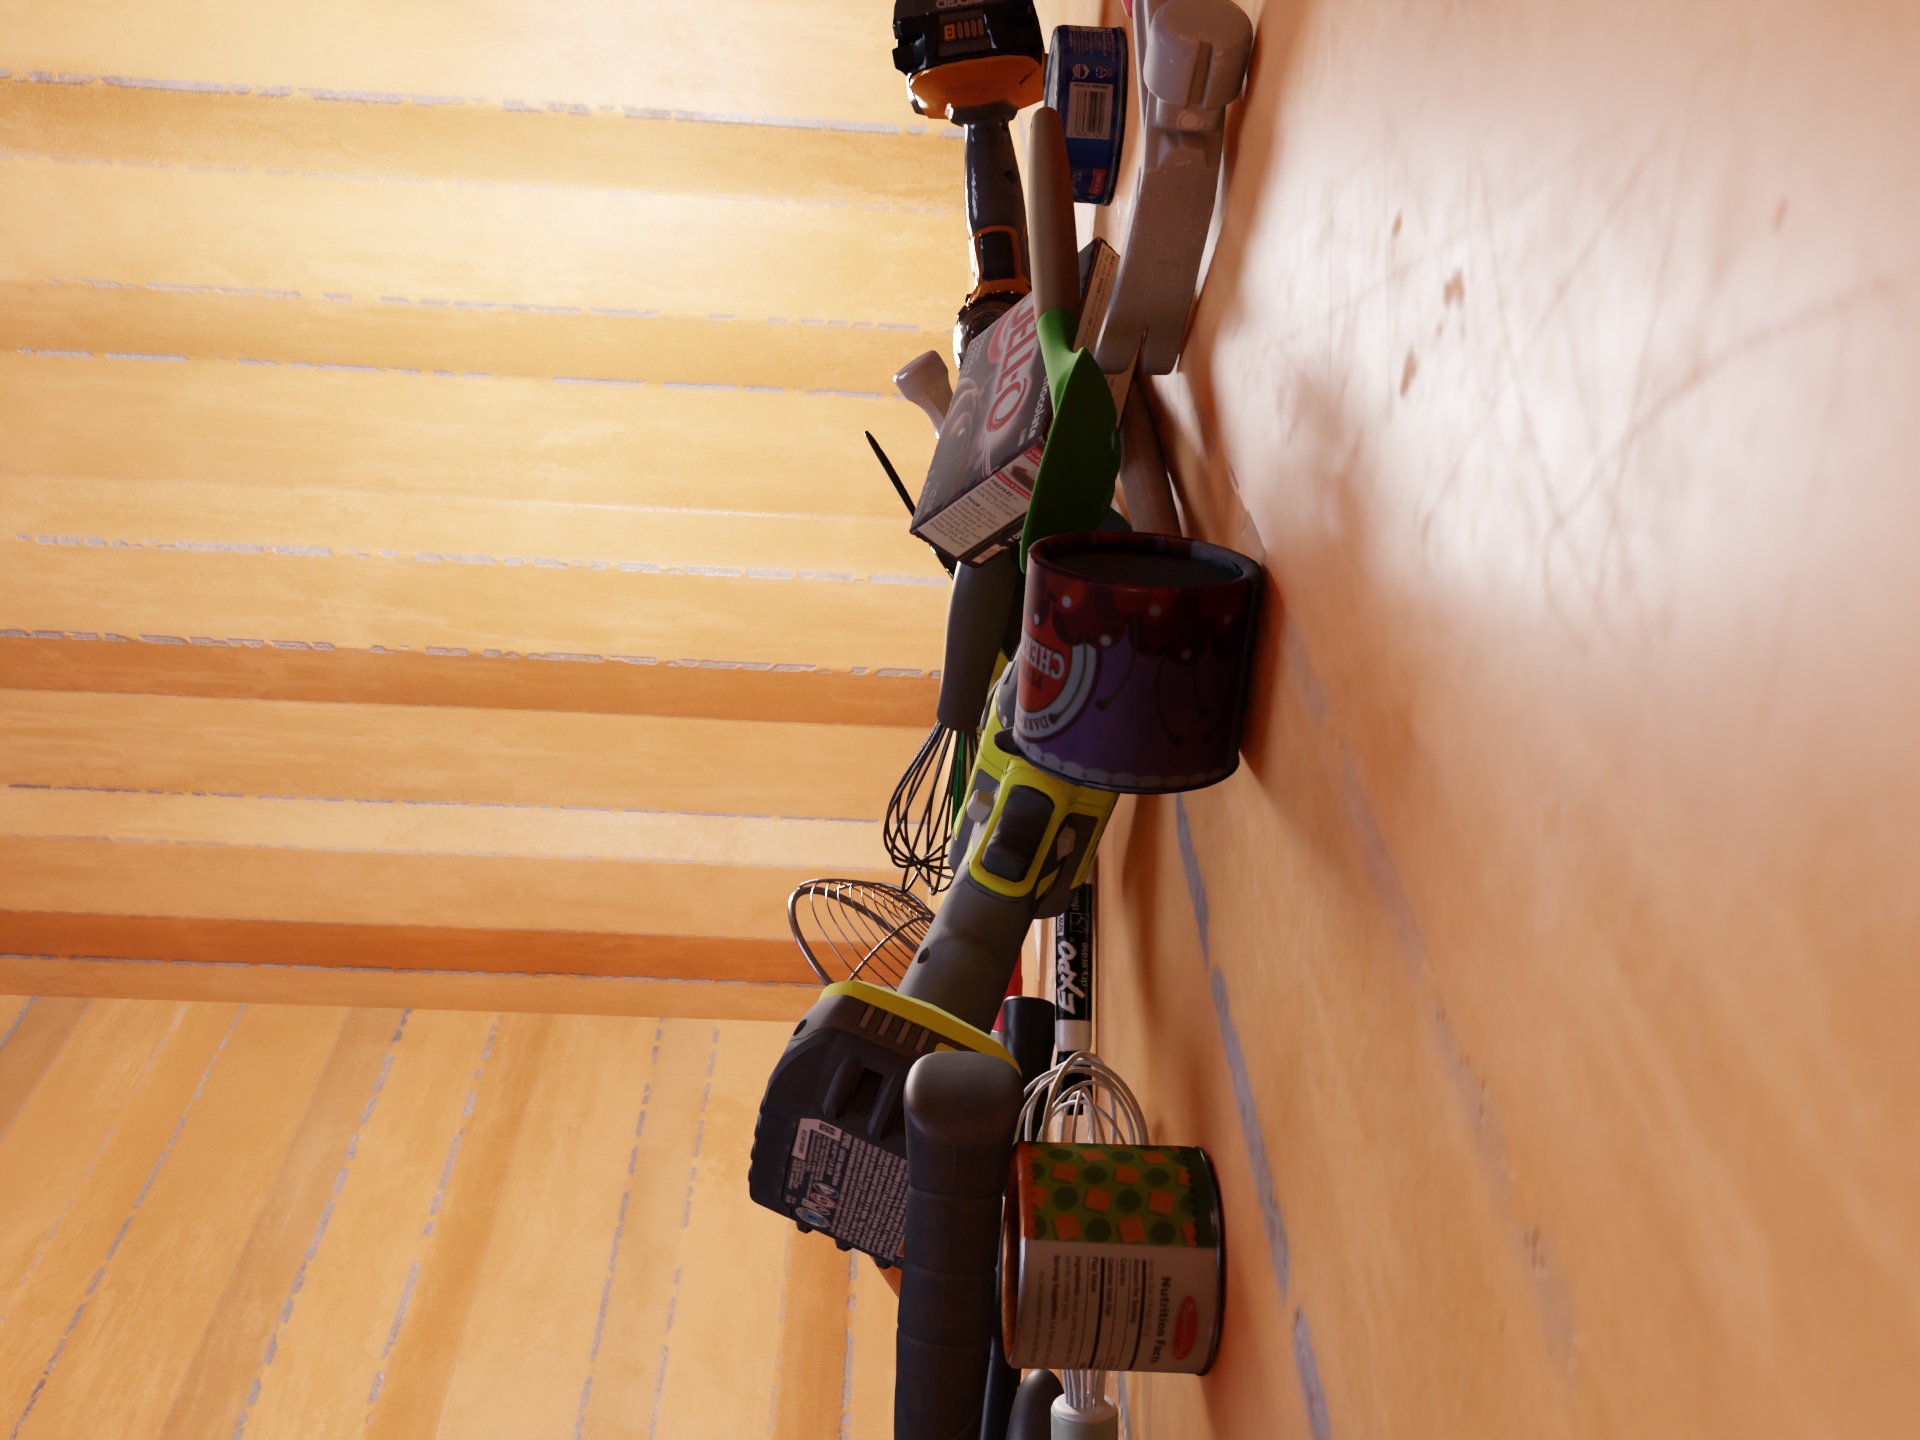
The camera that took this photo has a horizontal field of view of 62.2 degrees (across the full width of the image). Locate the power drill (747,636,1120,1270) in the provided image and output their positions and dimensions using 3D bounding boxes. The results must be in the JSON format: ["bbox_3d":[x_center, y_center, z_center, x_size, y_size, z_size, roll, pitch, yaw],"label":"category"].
[{"bbox_3d":[0.010,0.064,0.574,0.190,0.080,0.229,105,-171,-52],"label":"power drill"}]

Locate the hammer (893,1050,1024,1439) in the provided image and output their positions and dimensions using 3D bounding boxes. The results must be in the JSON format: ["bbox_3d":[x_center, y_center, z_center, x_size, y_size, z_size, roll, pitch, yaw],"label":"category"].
[{"bbox_3d":[-0.013,0.258,0.490,0.149,0.036,0.408,-75,-9,-56],"label":"hammer"}]

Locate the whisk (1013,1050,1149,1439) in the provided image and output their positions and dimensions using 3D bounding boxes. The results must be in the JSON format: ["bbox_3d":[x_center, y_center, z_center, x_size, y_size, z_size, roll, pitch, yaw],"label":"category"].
[{"bbox_3d":[0.046,0.246,0.590,0.059,0.058,0.246,0,-91,-58],"label":"whisk"}]

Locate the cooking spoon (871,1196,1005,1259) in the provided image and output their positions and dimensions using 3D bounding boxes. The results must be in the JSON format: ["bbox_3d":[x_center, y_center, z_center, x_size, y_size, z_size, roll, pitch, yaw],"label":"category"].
[{"bbox_3d":[-0.001,0.246,0.787,0.319,0.017,0.069,142,120,-62],"label":"cooking spoon"}]

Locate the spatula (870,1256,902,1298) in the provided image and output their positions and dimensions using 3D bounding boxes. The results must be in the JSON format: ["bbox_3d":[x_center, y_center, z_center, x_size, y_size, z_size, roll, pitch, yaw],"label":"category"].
[{"bbox_3d":[-0.020,0.305,0.807,0.322,0.041,0.081,74,-156,-55],"label":"spatula"}]

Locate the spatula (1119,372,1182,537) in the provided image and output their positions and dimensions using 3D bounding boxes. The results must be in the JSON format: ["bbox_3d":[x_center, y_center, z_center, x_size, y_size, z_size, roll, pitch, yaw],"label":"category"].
[{"bbox_3d":[0.069,-0.122,0.649,0.316,0.018,0.059,-90,5,-59],"label":"spatula"}]

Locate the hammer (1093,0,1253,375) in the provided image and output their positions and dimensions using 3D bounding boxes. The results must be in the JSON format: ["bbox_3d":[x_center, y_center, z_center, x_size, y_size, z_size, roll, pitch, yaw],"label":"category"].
[{"bbox_3d":[0.070,-0.312,0.622,0.149,0.036,0.359,97,174,-60],"label":"hammer"}]

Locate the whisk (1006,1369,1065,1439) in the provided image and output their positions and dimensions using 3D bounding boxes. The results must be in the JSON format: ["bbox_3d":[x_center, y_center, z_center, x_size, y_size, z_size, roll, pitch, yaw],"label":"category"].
[{"bbox_3d":[0.024,0.435,0.697,0.070,0.070,0.285,97,180,-59],"label":"whisk"}]

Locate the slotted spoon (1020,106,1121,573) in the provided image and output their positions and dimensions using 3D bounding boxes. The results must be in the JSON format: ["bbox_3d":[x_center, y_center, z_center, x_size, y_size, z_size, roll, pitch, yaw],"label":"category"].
[{"bbox_3d":[0.036,-0.161,0.590,0.314,0.031,0.070,-89,6,-47],"label":"slotted spoon"}]

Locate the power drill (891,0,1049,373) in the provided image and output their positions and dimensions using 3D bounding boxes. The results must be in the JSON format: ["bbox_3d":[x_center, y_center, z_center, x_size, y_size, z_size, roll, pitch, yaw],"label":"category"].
[{"bbox_3d":[0.016,-0.292,0.897,0.185,0.084,0.226,-59,-38,-77],"label":"power drill"}]

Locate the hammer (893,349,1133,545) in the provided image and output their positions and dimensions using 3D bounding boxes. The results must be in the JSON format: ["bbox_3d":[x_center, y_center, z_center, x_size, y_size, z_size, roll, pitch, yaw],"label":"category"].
[{"bbox_3d":[0.032,-0.111,0.777,0.128,0.033,0.331,54,-177,-19],"label":"hammer"}]

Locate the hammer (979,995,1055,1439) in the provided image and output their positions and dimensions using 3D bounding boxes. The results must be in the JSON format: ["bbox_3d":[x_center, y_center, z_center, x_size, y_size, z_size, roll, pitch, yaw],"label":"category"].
[{"bbox_3d":[0.023,0.312,0.824,0.146,0.035,0.335,41,-127,-73],"label":"hammer"}]

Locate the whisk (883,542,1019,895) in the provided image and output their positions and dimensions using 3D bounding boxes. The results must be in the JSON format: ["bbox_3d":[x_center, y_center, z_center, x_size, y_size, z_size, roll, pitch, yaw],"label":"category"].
[{"bbox_3d":[-0.002,-0.002,0.755,0.055,0.055,0.238,-91,9,-48],"label":"whisk"}]

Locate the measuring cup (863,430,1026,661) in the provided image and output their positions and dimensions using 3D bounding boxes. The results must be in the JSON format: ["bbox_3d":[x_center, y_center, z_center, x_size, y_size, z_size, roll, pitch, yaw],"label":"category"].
[{"bbox_3d":[0.001,-0.097,0.801,0.168,0.038,0.083,59,-177,28],"label":"measuring cup"}]

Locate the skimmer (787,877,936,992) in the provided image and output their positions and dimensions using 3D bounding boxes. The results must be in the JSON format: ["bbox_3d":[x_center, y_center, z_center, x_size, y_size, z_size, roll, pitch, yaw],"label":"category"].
[{"bbox_3d":[-0.021,0.237,0.898,0.127,0.090,0.363,-122,20,-53],"label":"skimmer"}]

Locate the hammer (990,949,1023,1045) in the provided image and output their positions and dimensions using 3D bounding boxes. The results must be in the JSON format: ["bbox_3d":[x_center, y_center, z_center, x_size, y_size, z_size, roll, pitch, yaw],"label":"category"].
[{"bbox_3d":[0.027,0.046,1.025,0.143,0.038,0.386,106,164,-85],"label":"hammer"}]
